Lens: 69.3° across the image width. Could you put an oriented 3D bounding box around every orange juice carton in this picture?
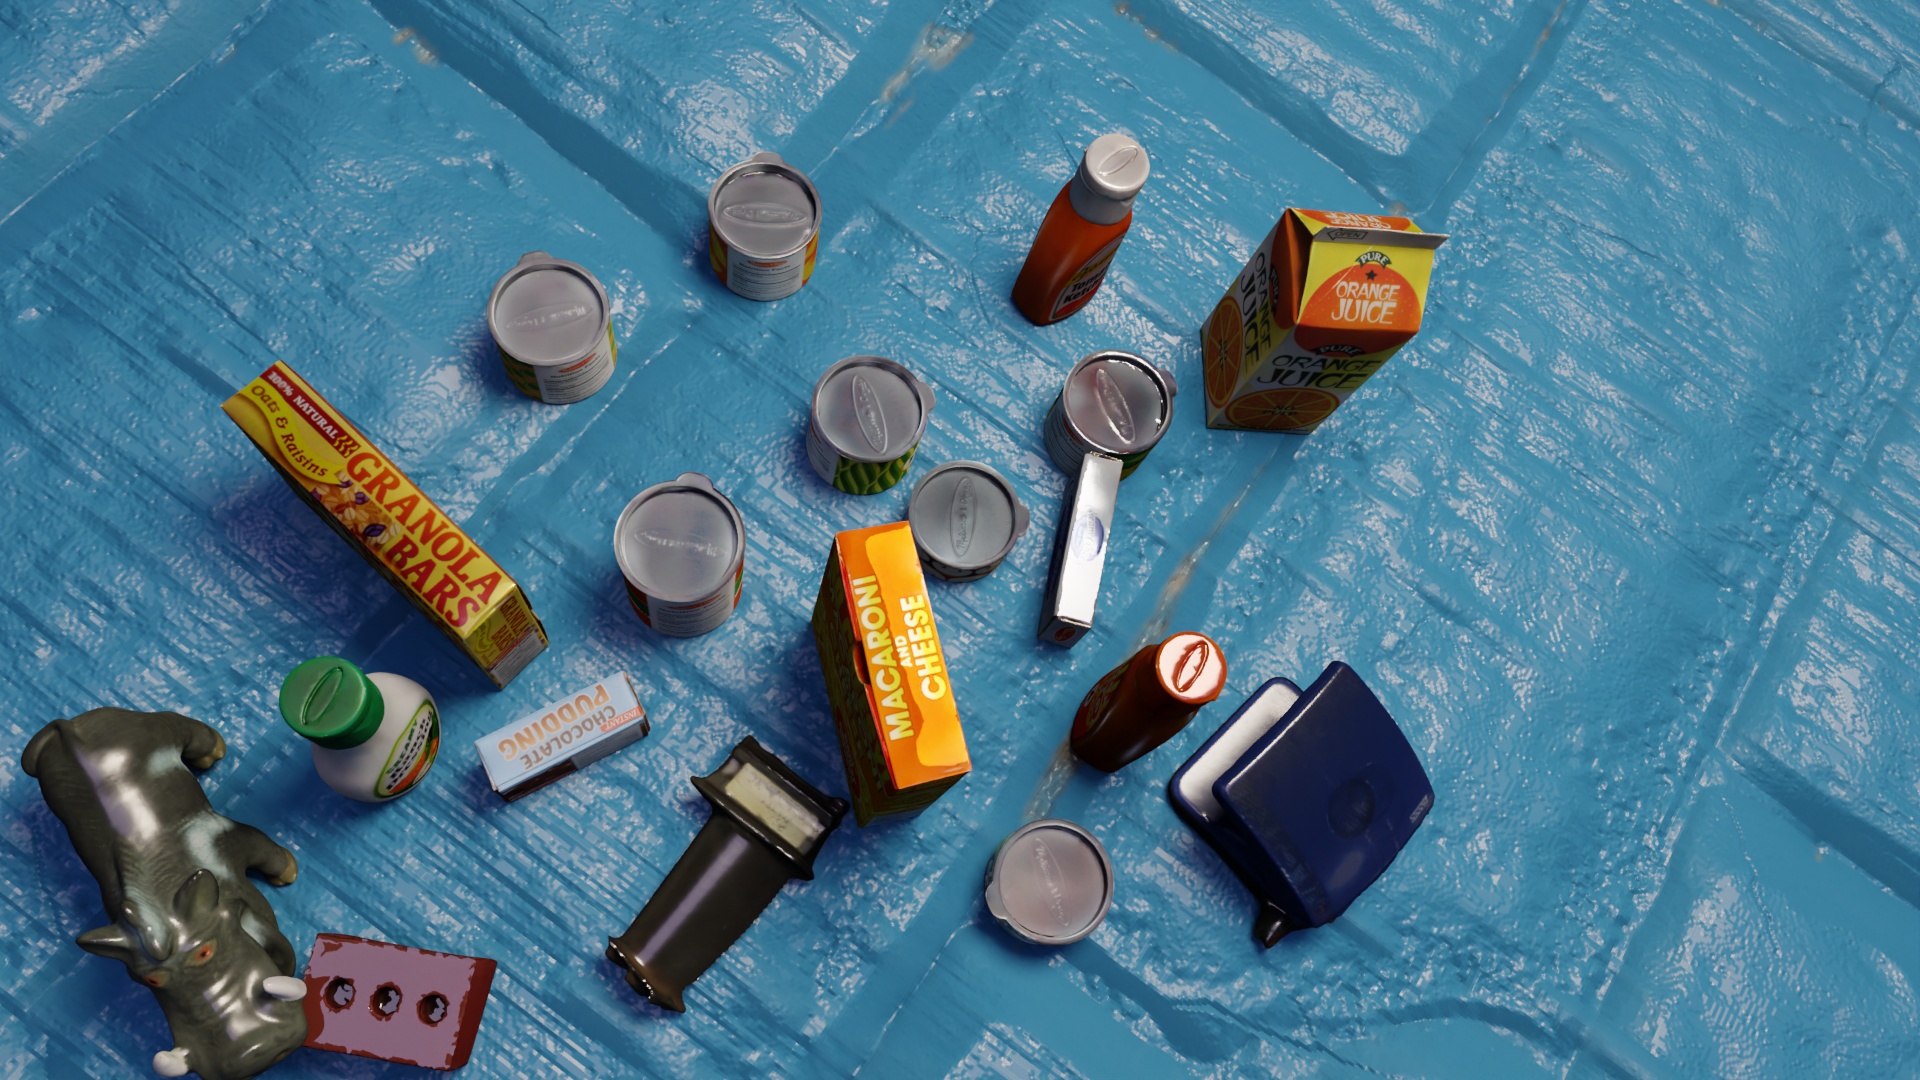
[{"bbox_3d":[0.204,-0.130,0.800,0.072,0.192,0.073,3,72,-9],"label":"orange juice carton"}]

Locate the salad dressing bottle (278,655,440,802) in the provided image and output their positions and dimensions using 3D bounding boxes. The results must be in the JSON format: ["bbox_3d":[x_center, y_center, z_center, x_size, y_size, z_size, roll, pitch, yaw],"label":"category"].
[{"bbox_3d":[-0.288,0.089,0.668,0.044,0.147,0.064,25,70,-1],"label":"salad dressing bottle"}]

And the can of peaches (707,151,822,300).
[{"bbox_3d":[-0.118,-0.188,0.836,0.071,0.058,0.071,3,72,-9],"label":"can of peaches"}]

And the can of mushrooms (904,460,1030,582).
[{"bbox_3d":[0.003,-0.010,0.811,0.071,0.033,0.071,3,72,-9],"label":"can of mushrooms"}]

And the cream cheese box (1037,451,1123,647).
[{"bbox_3d":[0.069,0.006,0.806,0.024,0.053,0.104,14,70,-5],"label":"cream cheese box"}]

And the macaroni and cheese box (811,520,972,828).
[{"bbox_3d":[-0.041,0.075,0.705,0.040,0.166,0.124,-11,75,-13],"label":"macaroni and cheese box"}]

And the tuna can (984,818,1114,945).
[{"bbox_3d":[0.045,0.187,0.754,0.071,0.032,0.071,3,72,-9],"label":"tuna can"}]

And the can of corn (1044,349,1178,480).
[{"bbox_3d":[0.090,-0.073,0.833,0.071,0.058,0.071,3,72,-9],"label":"can of corn"}]

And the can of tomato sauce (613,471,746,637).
[{"bbox_3d":[-0.150,0.010,0.752,0.071,0.082,0.071,3,72,-9],"label":"can of tomato sauce"}]

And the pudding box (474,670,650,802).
[{"bbox_3d":[-0.208,0.104,0.729,0.084,0.049,0.030,-26,79,-16],"label":"pudding box"}]

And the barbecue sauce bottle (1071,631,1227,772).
[{"bbox_3d":[0.100,0.083,0.736,0.044,0.148,0.065,33,70,2],"label":"barbecue sauce bottle"}]

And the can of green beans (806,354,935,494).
[{"bbox_3d":[-0.055,-0.066,0.807,0.071,0.057,0.071,3,72,-9],"label":"can of green beans"}]

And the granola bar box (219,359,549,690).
[{"bbox_3d":[-0.288,-0.004,0.711,0.165,0.123,0.039,42,71,5],"label":"granola bar box"}]

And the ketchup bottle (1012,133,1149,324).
[{"bbox_3d":[0.073,-0.183,0.818,0.065,0.148,0.043,-39,82,-18],"label":"ketchup bottle"}]

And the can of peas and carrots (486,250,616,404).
[{"bbox_3d":[-0.233,-0.120,0.794,0.071,0.058,0.071,3,72,-9],"label":"can of peas and carrots"}]
